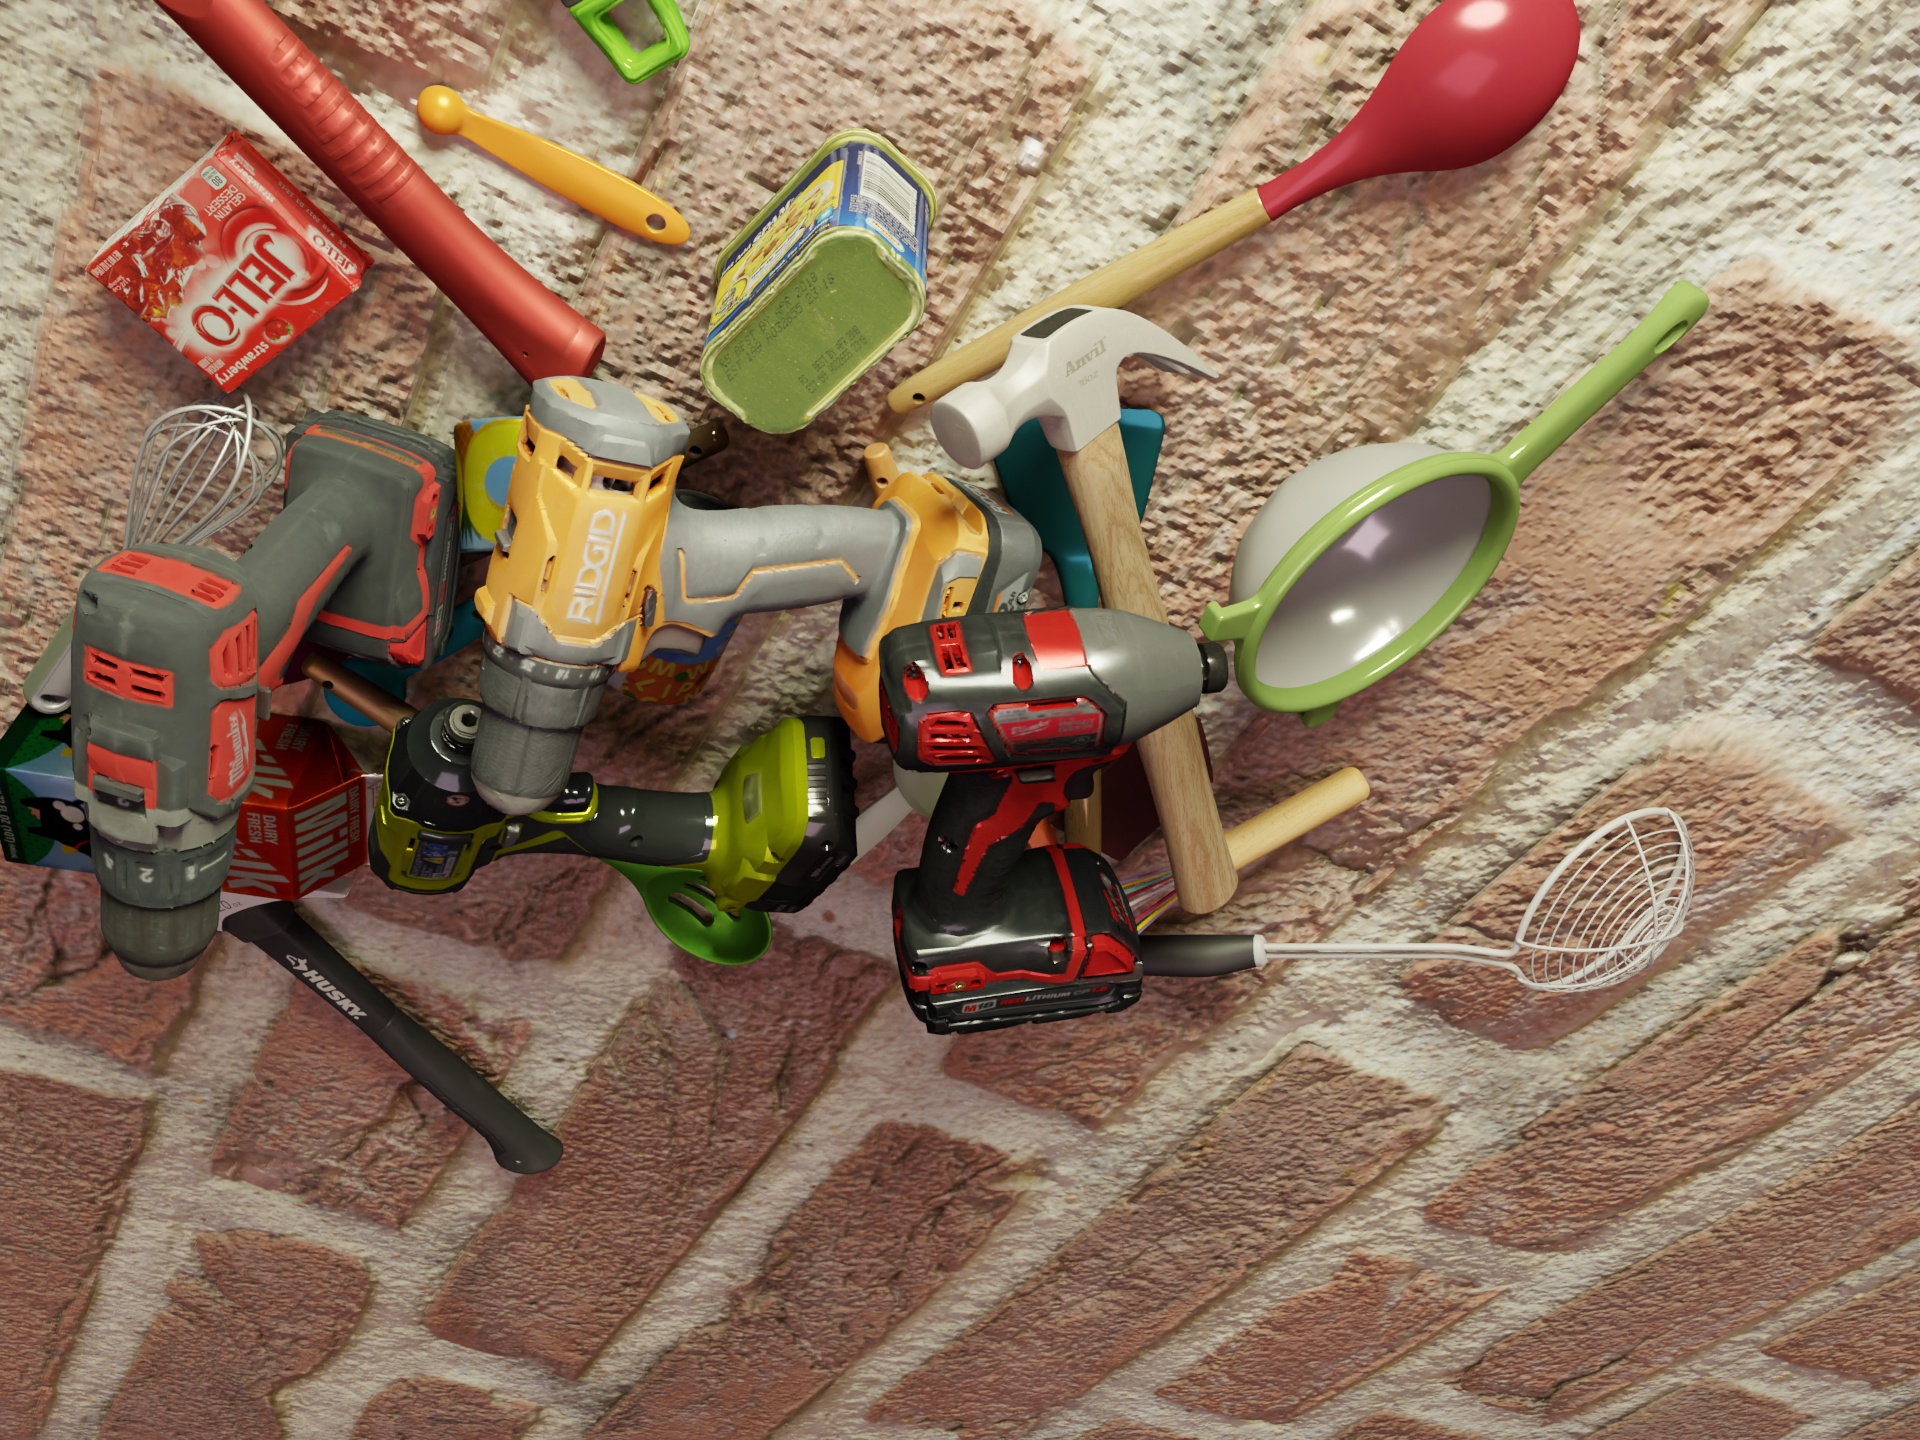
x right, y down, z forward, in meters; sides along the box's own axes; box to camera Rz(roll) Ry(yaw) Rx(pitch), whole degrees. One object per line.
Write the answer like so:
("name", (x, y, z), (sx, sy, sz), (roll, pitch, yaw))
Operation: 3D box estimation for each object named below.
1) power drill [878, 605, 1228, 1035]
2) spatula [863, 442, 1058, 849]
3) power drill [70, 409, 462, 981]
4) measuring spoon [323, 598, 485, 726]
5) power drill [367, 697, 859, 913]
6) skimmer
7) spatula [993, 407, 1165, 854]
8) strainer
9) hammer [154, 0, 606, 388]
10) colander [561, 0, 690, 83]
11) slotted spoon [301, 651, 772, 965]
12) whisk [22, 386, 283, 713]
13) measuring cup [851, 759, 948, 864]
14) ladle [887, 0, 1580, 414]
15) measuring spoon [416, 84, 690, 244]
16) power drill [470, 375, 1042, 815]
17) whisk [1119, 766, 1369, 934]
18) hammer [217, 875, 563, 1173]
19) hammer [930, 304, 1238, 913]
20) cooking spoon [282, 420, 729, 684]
("power drill", (0.036, 0.041, 0.702), (0.143, 0.079, 0.219), (-6, 136, -9))
("spatula", (-0.001, -0.003, 0.830), (0.081, 0.041, 0.322), (-8, 131, 12))
("power drill", (-0.294, -0.017, 0.675), (0.080, 0.227, 0.187), (17, 121, -2))
("measuring spoon", (-0.283, -0.029, 0.822), (0.128, 0.021, 0.042), (-27, 127, 26))
("power drill", (-0.171, 0.041, 0.793), (0.223, 0.080, 0.171), (5, 155, -23))
("skimmer", (0.240, 0.112, 0.942), (0.363, 0.090, 0.127), (-4, 136, 18))
("spatula", (0.059, 0.003, 0.788), (0.082, 0.044, 0.317), (-1, 108, 4))
("strainer", (0.210, -0.113, 0.713), (0.256, 0.069, 0.151), (-43, 147, 12))
("hammer", (-0.269, -0.248, 0.593), (0.149, 0.037, 0.358), (-2, 145, 38))
("colander", (-0.210, -0.355, 0.468), (0.204, 0.095, 0.396), (-22, 129, 20))
("slotted spoon", (-0.225, 0.051, 0.881), (0.070, 0.031, 0.313), (-32, 128, 26))
("whisk", (-0.395, -0.073, 0.763), (0.057, 0.059, 0.246), (13, 139, -46))
("measuring cup", (-0.027, 0.047, 0.835), (0.083, 0.038, 0.167), (37, 123, -20))
("ladle", (0.101, -0.201, 0.655), (0.315, 0.031, 0.069), (-24, 131, 24))
("measuring spoon", (-0.165, -0.223, 0.647), (0.116, 0.011, 0.021), (23, 129, -19))
("power drill", (-0.095, -0.037, 0.689), (0.226, 0.084, 0.185), (7, 114, -31))
("whisk", (0.116, 0.095, 0.878), (0.245, 0.047, 0.051), (-29, 120, 2))
("hammer", (-0.362, 0.199, 1.029), (0.146, 0.035, 0.334), (-18, 130, 17))
("hammer", (0.086, -0.036, 0.733), (0.130, 0.031, 0.331), (-40, 130, -24))
("cooking spoon", (-0.251, -0.081, 0.776), (0.319, 0.017, 0.068), (-20, 126, 18))
